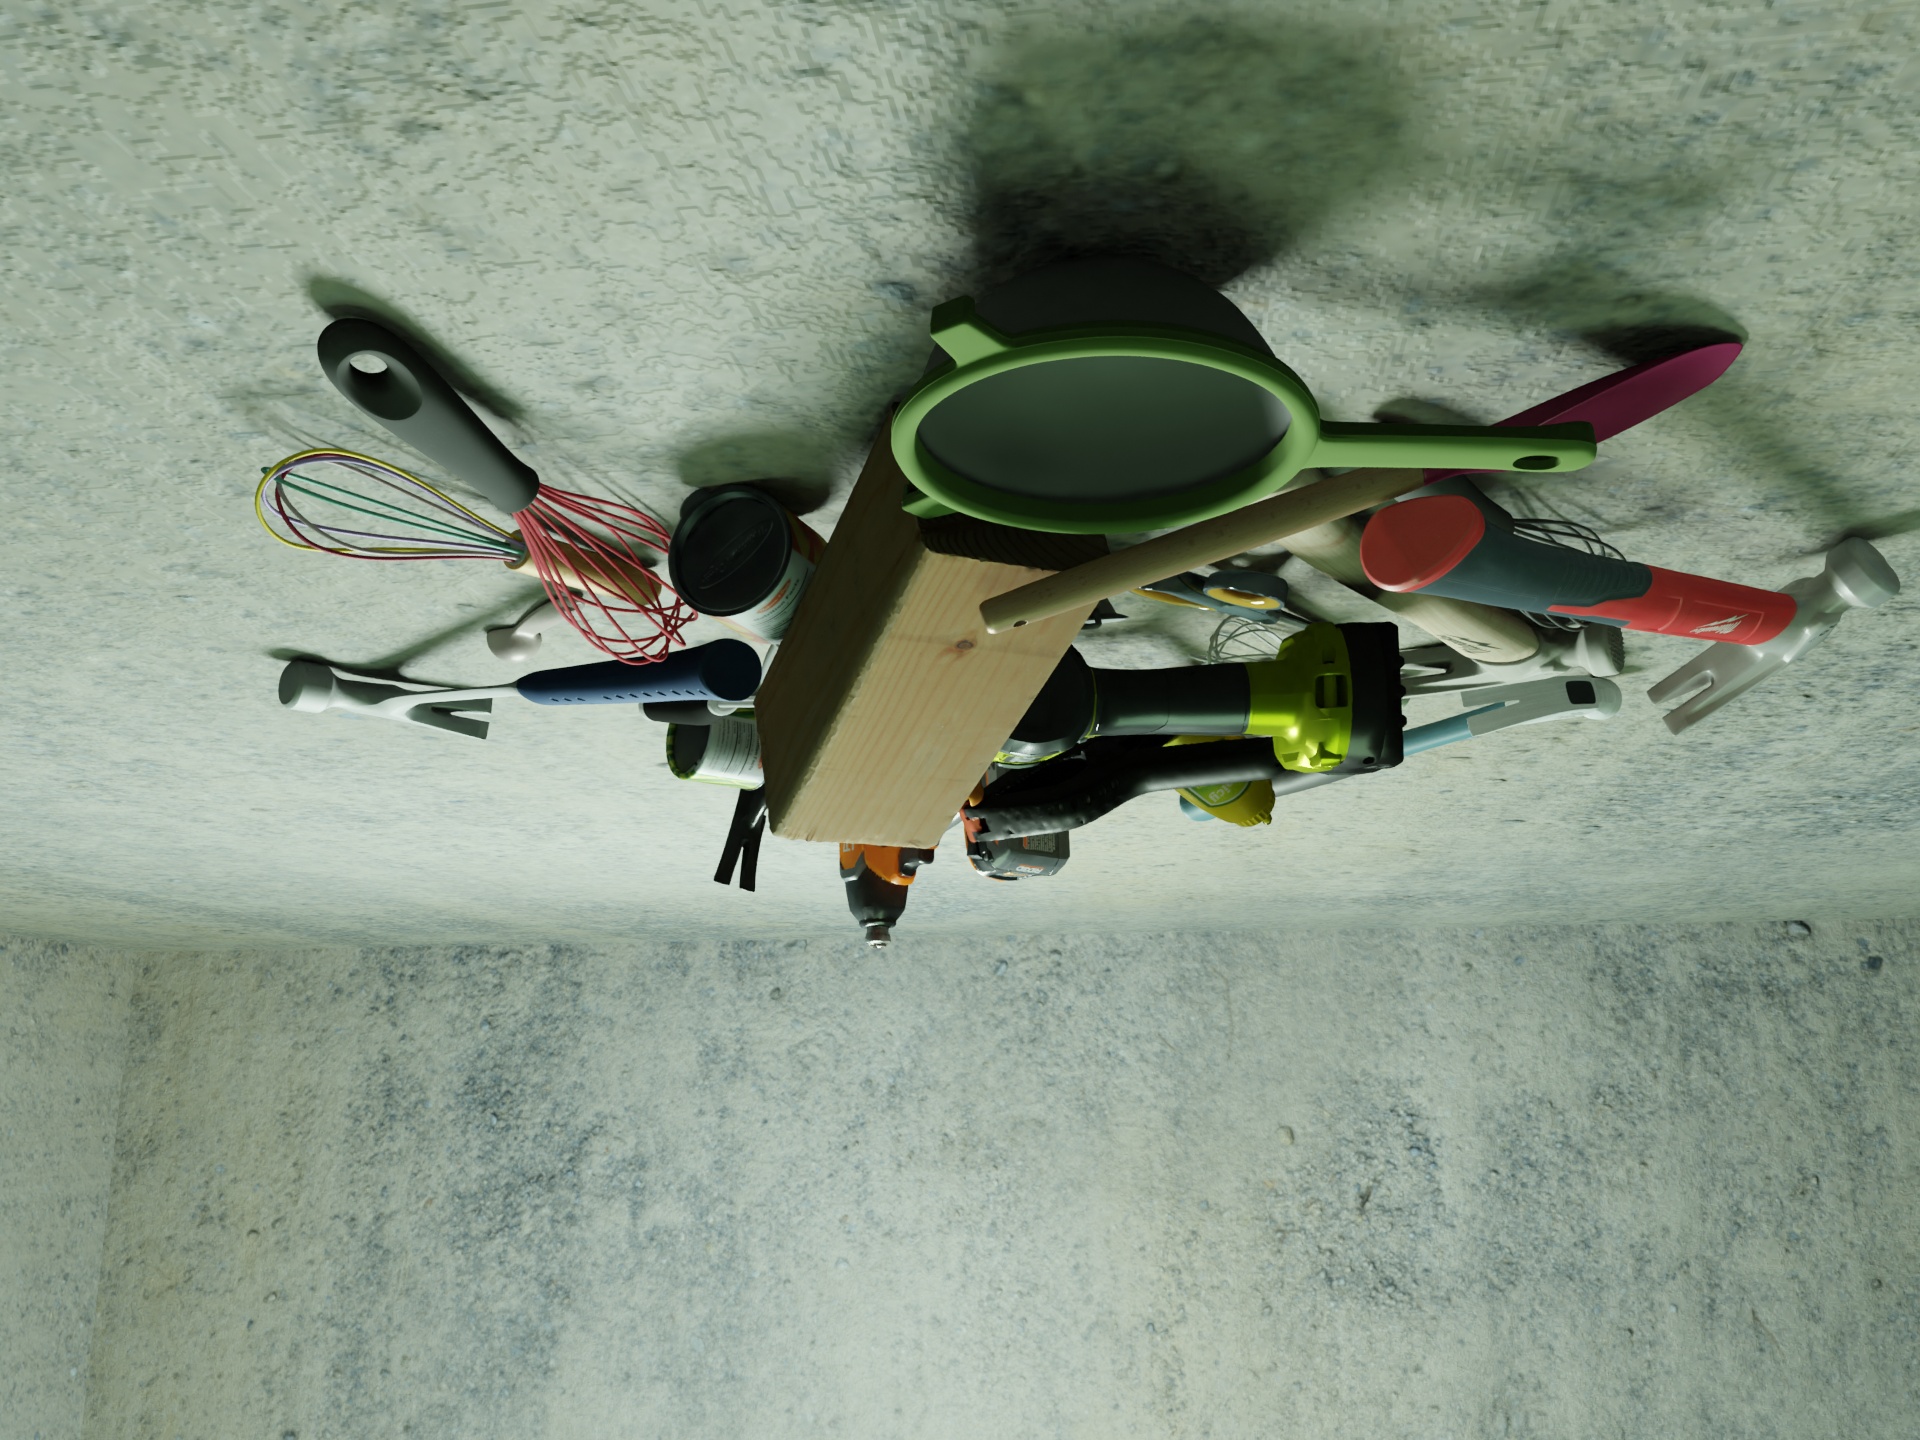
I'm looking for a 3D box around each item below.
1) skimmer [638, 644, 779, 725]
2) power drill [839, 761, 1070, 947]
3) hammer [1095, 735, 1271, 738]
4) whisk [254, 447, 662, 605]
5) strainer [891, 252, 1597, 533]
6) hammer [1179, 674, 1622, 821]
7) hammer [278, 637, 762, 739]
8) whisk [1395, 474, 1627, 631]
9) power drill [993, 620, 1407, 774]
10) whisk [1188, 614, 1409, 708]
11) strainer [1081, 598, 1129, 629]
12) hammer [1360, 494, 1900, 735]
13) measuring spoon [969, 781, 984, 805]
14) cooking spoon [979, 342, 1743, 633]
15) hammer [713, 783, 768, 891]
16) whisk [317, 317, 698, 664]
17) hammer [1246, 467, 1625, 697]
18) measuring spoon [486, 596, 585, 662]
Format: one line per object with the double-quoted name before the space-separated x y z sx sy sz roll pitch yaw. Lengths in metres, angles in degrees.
"skimmer" -0.127 -0.041 0.999 0.127 0.090 0.363 -16 -172 -33
"power drill" -0.016 0.094 1.295 0.084 0.164 0.226 12 160 -41
"hammer" 0.095 0.001 1.187 0.331 0.031 0.130 7 164 -27
"whisk" -0.239 -0.087 0.788 0.051 0.047 0.244 12 179 33
"strainer" 0.103 -0.125 0.576 0.256 0.069 0.151 1 164 -5
"hammer" 0.306 0.024 1.179 0.331 0.033 0.128 -21 165 41
"hammer" -0.264 -0.019 0.983 0.405 0.035 0.144 -2 169 43
"whisk" 0.260 -0.093 0.769 0.055 0.055 0.238 -13 157 42
"power drill" 0.111 -0.008 0.880 0.228 0.080 0.190 -1 176 -3
"whisk" 0.230 -0.028 1.039 0.058 0.059 0.246 4 177 43
"strainer" 0.031 -0.055 0.936 0.087 0.050 0.258 -3 173 -16
"hammer" 0.309 -0.051 0.765 0.386 0.038 0.143 3 144 -40
"measuring spoon" -0.002 -0.003 1.000 0.011 0.117 0.021 -13 -174 4
"cooking spoon" 0.159 -0.093 0.639 0.319 0.017 0.068 -19 165 0
"hammer" -0.111 0.031 1.141 0.034 0.127 0.337 19 158 -15
"whisk" -0.192 -0.095 0.722 0.073 0.073 0.295 -4 160 15
"hammer" 0.229 -0.074 0.868 0.146 0.038 0.410 -9 164 37
"measuring spoon" -0.258 -0.054 0.974 0.034 0.018 0.124 9 164 -34
